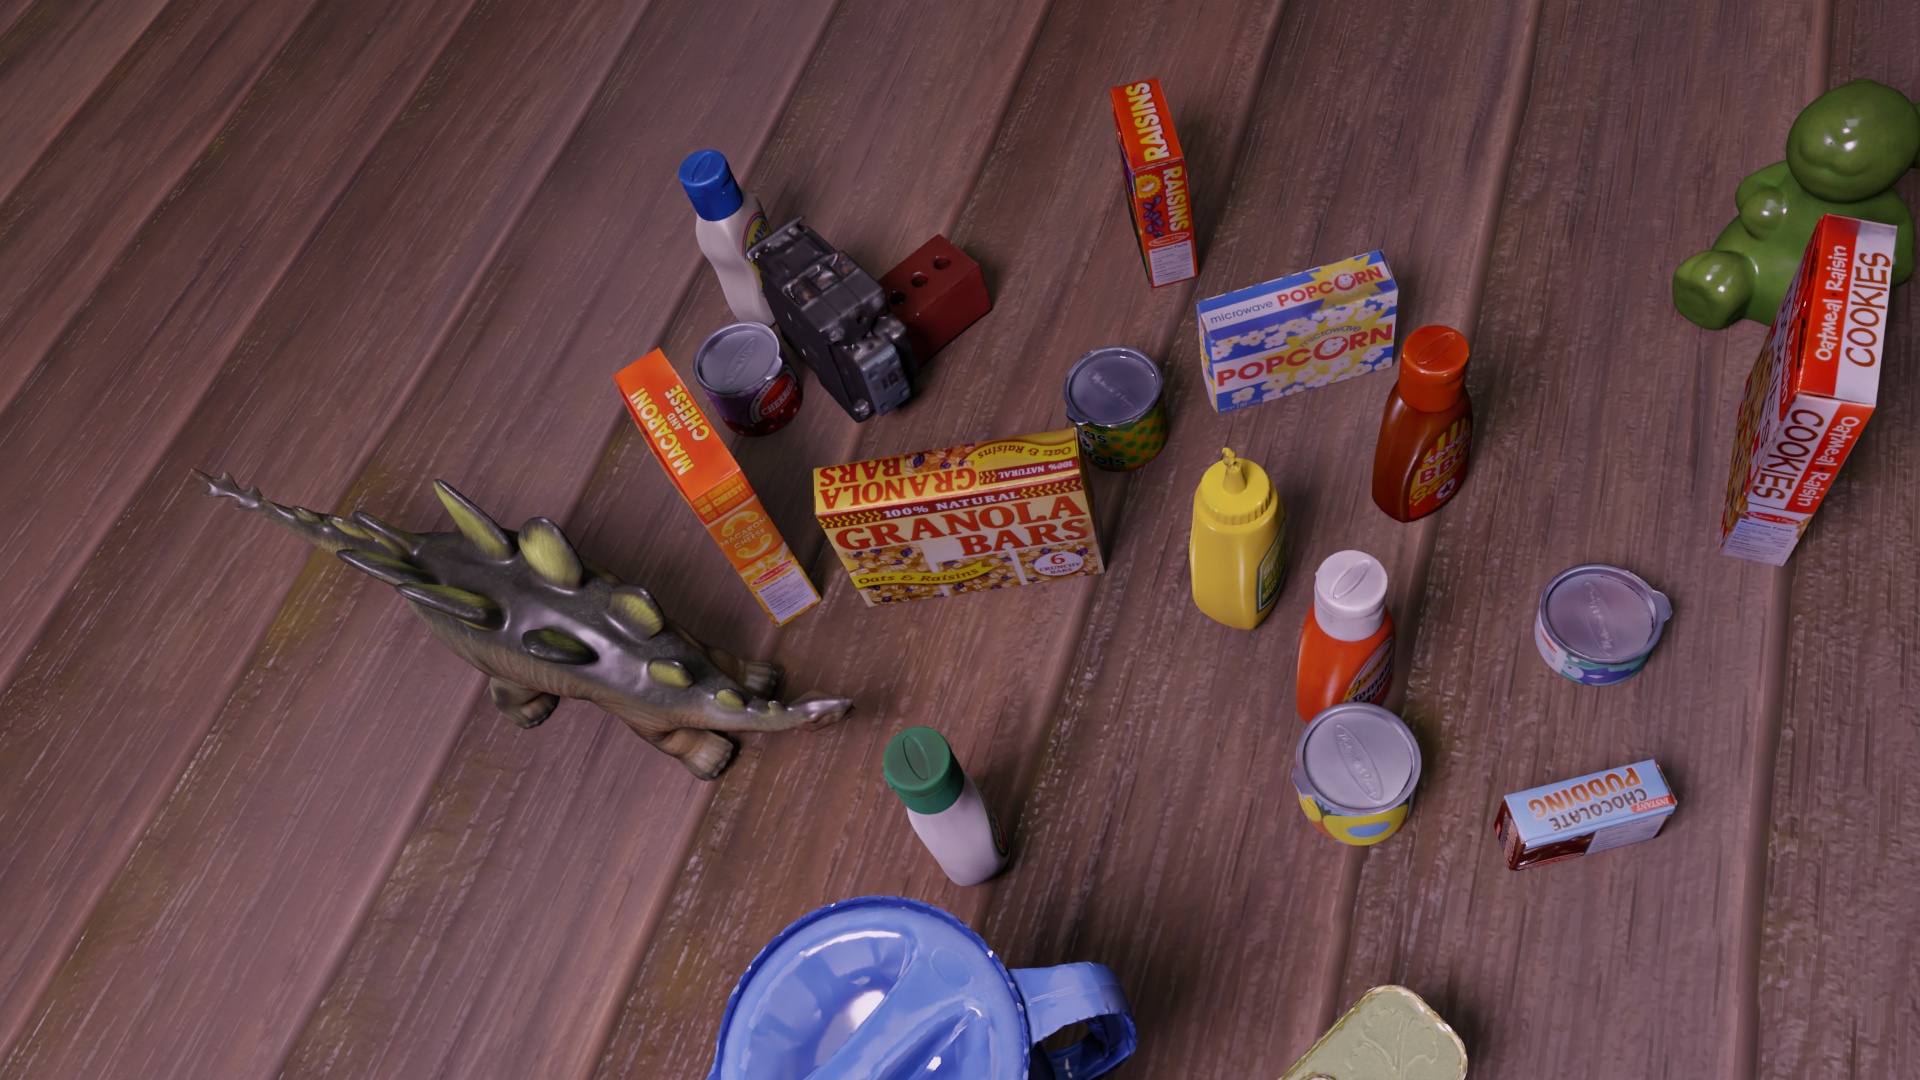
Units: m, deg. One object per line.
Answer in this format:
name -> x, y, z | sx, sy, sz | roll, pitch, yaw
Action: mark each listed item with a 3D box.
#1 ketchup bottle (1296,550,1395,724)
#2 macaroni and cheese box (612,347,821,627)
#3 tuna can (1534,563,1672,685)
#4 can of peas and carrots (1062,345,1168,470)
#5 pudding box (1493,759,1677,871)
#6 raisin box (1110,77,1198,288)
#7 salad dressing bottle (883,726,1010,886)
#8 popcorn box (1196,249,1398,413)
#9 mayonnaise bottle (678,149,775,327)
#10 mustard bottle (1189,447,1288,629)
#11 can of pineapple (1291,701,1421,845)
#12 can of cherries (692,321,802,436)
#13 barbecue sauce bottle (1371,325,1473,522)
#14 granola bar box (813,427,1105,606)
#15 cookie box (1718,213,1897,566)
ketchup bottle -> 0.217, 0.056, 0.779 | 0.065, 0.148, 0.043 | -44, 60, -13
macaroni and cheese box -> -0.158, -0.031, 0.914 | 0.040, 0.165, 0.124 | -33, 58, -7
tuna can -> 0.375, 0.049, 0.813 | 0.071, 0.032, 0.071 | -6, 58, 10
can of peas and carrots -> 0.105, -0.088, 0.947 | 0.071, 0.058, 0.071 | -6, 59, 10
pudding box -> 0.337, 0.150, 0.752 | 0.084, 0.049, 0.030 | -16, 57, 5
raisin box -> 0.139, -0.256, 1.002 | 0.040, 0.123, 0.086 | -12, 58, 7
salad dressing bottle -> -0.008, 0.149, 0.780 | 0.044, 0.147, 0.064 | -26, 57, -2
popcorn box -> 0.225, -0.138, 0.932 | 0.127, 0.085, 0.038 | -15, 57, 5
mayonnaise bottle -> -0.168, -0.228, 1.046 | 0.041, 0.147, 0.065 | 12, 64, 20
mustard bottle -> 0.164, -0.005, 0.822 | 0.049, 0.159, 0.065 | 21, 67, 24
can of pineapple -> 0.222, 0.133, 0.786 | 0.071, 0.057, 0.071 | -6, 59, 10
can of cherries -> -0.155, -0.118, 1.030 | 0.071, 0.058, 0.072 | -6, 59, 10
barbecue sauce bottle -> 0.281, -0.071, 0.840 | 0.065, 0.148, 0.044 | -37, 58, -9
granola bar box -> 0.003, -0.011, 0.887 | 0.165, 0.123, 0.039 | -9, 58, 9
cookie box -> 0.475, -0.081, 0.787 | 0.040, 0.166, 0.123 | 13, 64, 21
